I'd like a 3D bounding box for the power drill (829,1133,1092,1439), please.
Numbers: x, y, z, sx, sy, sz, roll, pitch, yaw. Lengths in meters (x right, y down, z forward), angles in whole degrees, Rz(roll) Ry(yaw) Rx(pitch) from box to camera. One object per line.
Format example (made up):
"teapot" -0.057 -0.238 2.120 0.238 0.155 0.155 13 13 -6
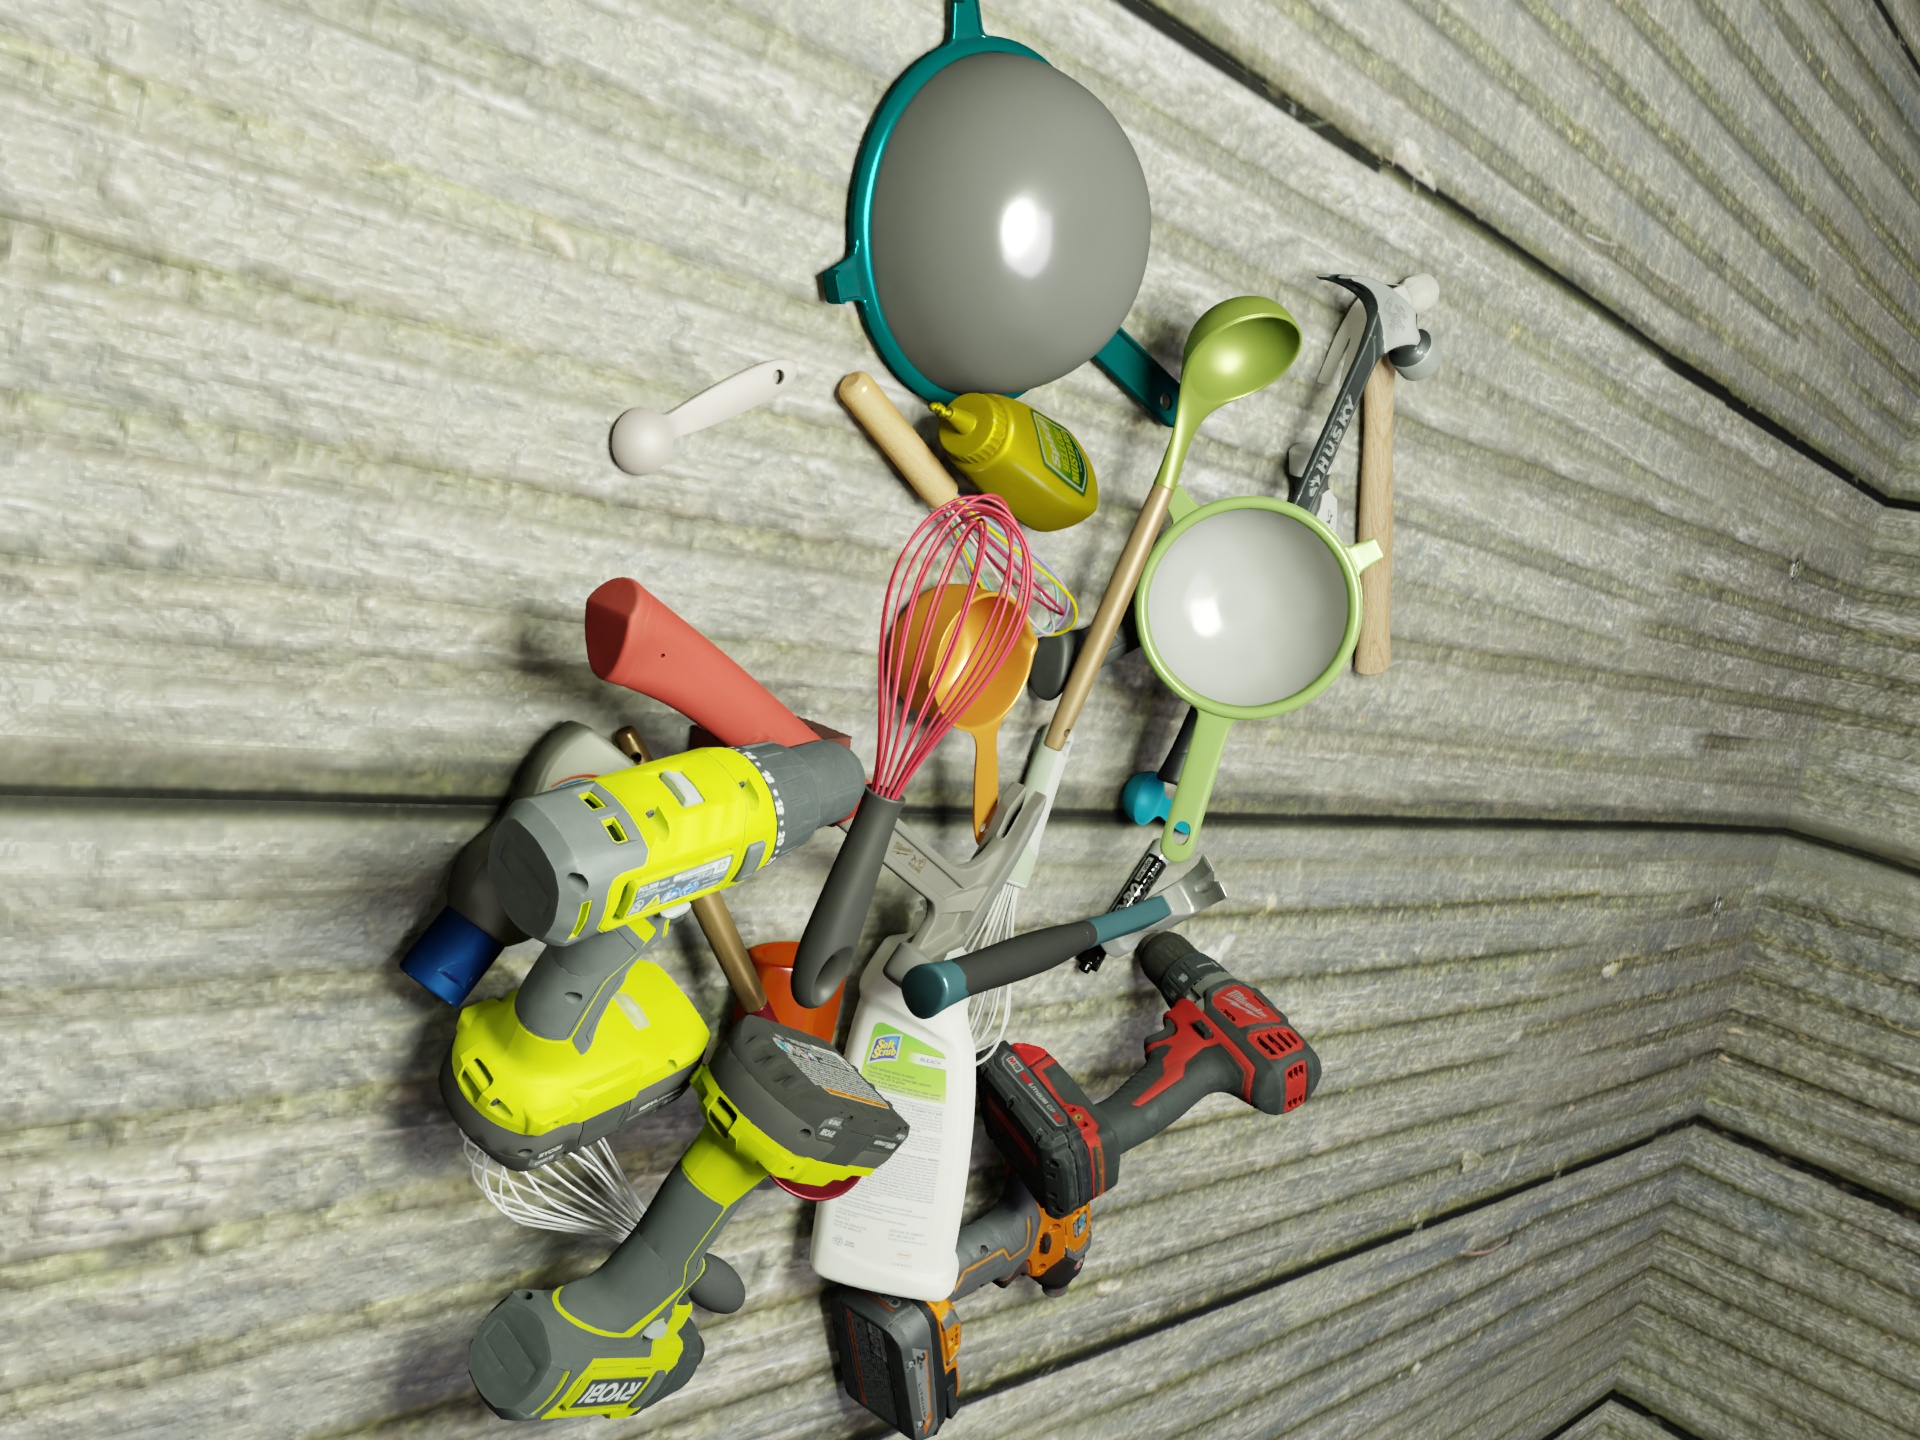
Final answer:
"power drill" 0.015 0.409 1.159 0.226 0.084 0.164 -32 127 -40

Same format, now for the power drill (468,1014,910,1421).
"power drill" -0.137 0.276 0.858 0.223 0.080 0.171 -50 150 0

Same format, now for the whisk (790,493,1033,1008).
"whisk" -0.032 0.021 0.838 0.073 0.073 0.296 8 107 -48

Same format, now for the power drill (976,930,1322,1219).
"power drill" 0.124 0.245 1.169 0.226 0.188 0.080 -21 126 -20

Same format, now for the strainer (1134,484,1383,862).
"strainer" 0.183 -0.028 1.101 0.069 0.151 0.256 -46 151 -78

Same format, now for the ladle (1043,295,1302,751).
"ladle" 0.130 -0.124 1.034 0.078 0.062 0.320 17 98 -46

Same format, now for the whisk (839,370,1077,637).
"whisk" 0.004 -0.125 0.968 0.051 0.047 0.244 -56 134 -14

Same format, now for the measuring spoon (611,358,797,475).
"measuring spoon" -0.127 -0.162 0.829 0.124 0.018 0.034 -36 128 -34

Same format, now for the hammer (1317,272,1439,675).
"hammer" 0.343 -0.190 1.314 0.130 0.031 0.331 -29 124 -38

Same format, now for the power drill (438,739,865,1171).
"power drill" -0.150 0.103 0.772 0.190 0.080 0.228 -17 145 -46

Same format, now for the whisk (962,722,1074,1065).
"whisk" 0.032 0.118 1.089 0.057 0.059 0.246 28 79 -61

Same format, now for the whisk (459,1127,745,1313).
"whisk" -0.192 0.286 0.909 0.070 0.070 0.284 -52 141 -20

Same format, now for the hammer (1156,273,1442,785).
"hammer" 0.239 -0.137 1.169 0.149 0.036 0.409 31 81 -46

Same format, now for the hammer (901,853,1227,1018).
"hammer" 0.070 0.144 1.033 0.331 0.128 0.033 -7 66 -55

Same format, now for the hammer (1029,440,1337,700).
"hammer" 0.171 -0.088 1.167 0.335 0.035 0.146 -29 124 -37

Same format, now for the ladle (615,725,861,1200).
"ladle" -0.127 0.142 0.901 0.069 0.031 0.315 -25 112 -11

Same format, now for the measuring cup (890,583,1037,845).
"measuring cup" -0.002 -0.003 1.002 0.095 0.052 0.173 -24 123 -40

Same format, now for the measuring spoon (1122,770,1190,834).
"measuring spoon" 0.154 0.067 1.227 0.128 0.021 0.042 29 82 -58

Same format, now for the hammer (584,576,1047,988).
"hammer" -0.072 0.024 0.864 0.149 0.037 0.358 -58 139 -12

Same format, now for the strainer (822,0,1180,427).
"strainer" 0.081 -0.258 0.957 0.340 0.095 0.211 29 83 -47
